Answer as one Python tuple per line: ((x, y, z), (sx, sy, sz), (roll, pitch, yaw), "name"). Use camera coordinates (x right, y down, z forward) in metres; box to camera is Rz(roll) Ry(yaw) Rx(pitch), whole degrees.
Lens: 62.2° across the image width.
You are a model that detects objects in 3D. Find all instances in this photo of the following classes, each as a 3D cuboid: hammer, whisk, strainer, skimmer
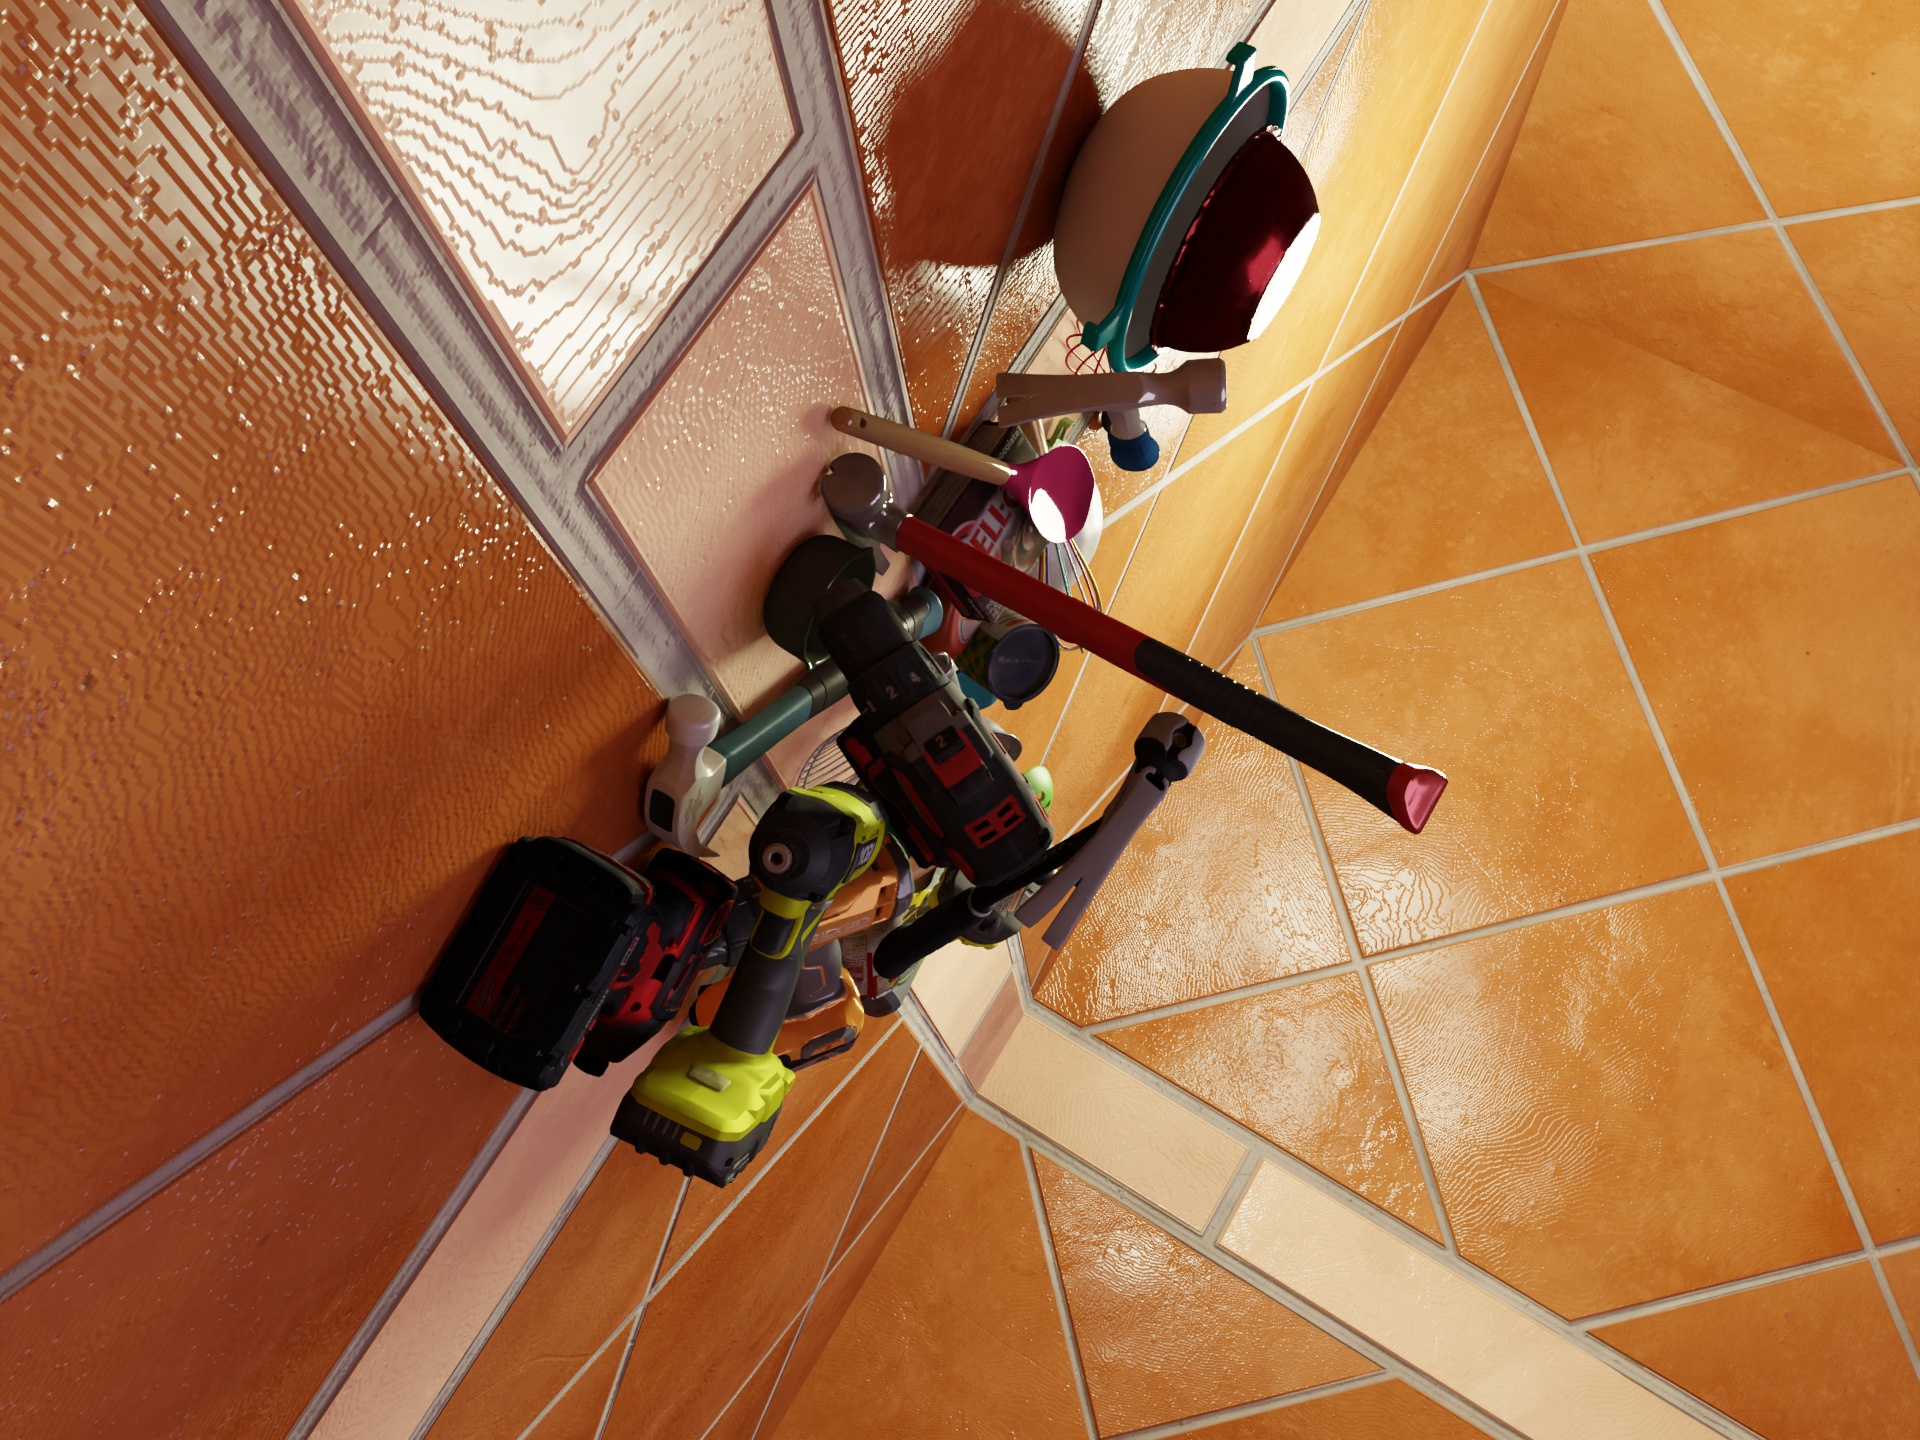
((0.097, -0.039, 0.930), (0.038, 0.386, 0.143), (-60, 166, -6), "hammer")
((0.116, -0.216, 1.167), (0.405, 0.144, 0.035), (-28, 116, -81), "hammer")
((0.124, -0.270, 1.274), (0.073, 0.073, 0.296), (-61, 173, 1), "whisk")
((0.067, -0.143, 1.203), (0.051, 0.047, 0.244), (-78, 158, -45), "whisk")
((0.048, -0.109, 1.288), (0.256, 0.069, 0.151), (-58, 166, -19), "strainer")
((-0.002, -0.004, 1.206), (0.258, 0.087, 0.050), (73, 8, -69), "strainer")
((-0.097, -0.017, 1.030), (0.331, 0.033, 0.128), (-42, 156, -53), "hammer")
((-0.003, 0.089, 1.238), (0.127, 0.090, 0.362), (-30, 144, 15), "skimmer")
((0.140, -0.347, 1.095), (0.211, 0.095, 0.340), (-62, 169, 16), "strainer")
((0.019, 0.117, 1.030), (0.149, 0.036, 0.409), (-52, -175, -28), "hammer")

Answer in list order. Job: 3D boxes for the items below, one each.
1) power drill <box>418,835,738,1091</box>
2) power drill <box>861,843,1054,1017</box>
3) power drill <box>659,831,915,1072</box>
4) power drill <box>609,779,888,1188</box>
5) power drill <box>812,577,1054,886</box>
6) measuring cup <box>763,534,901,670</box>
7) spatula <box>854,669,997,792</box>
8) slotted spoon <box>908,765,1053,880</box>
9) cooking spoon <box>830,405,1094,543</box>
((-0.201, 0.138, 0.884), (0.143, 0.078, 0.219), (-60, 169, -3), "power drill")
((-0.011, 0.165, 1.488), (0.228, 0.080, 0.191), (-39, -164, 49), "power drill")
((-0.138, 0.174, 1.107), (0.185, 0.084, 0.226), (-17, 148, -26), "power drill")
((-0.118, 0.146, 0.927), (0.171, 0.080, 0.223), (-13, 126, -82), "power drill")
((-0.026, 0.010, 0.960), (0.080, 0.188, 0.226), (-34, 179, -6), "power drill")
((-0.075, -0.075, 0.987), (0.083, 0.038, 0.167), (-62, 168, 8), "measuring cup")
((-0.068, 0.060, 1.266), (0.317, 0.044, 0.082), (-52, 163, -28), "spatula")
((-0.038, 0.124, 1.323), (0.314, 0.031, 0.070), (-28, 139, -26), "slotted spoon")
((0.013, -0.162, 1.012), (0.318, 0.017, 0.069), (4, 101, -60), "cooking spoon")
